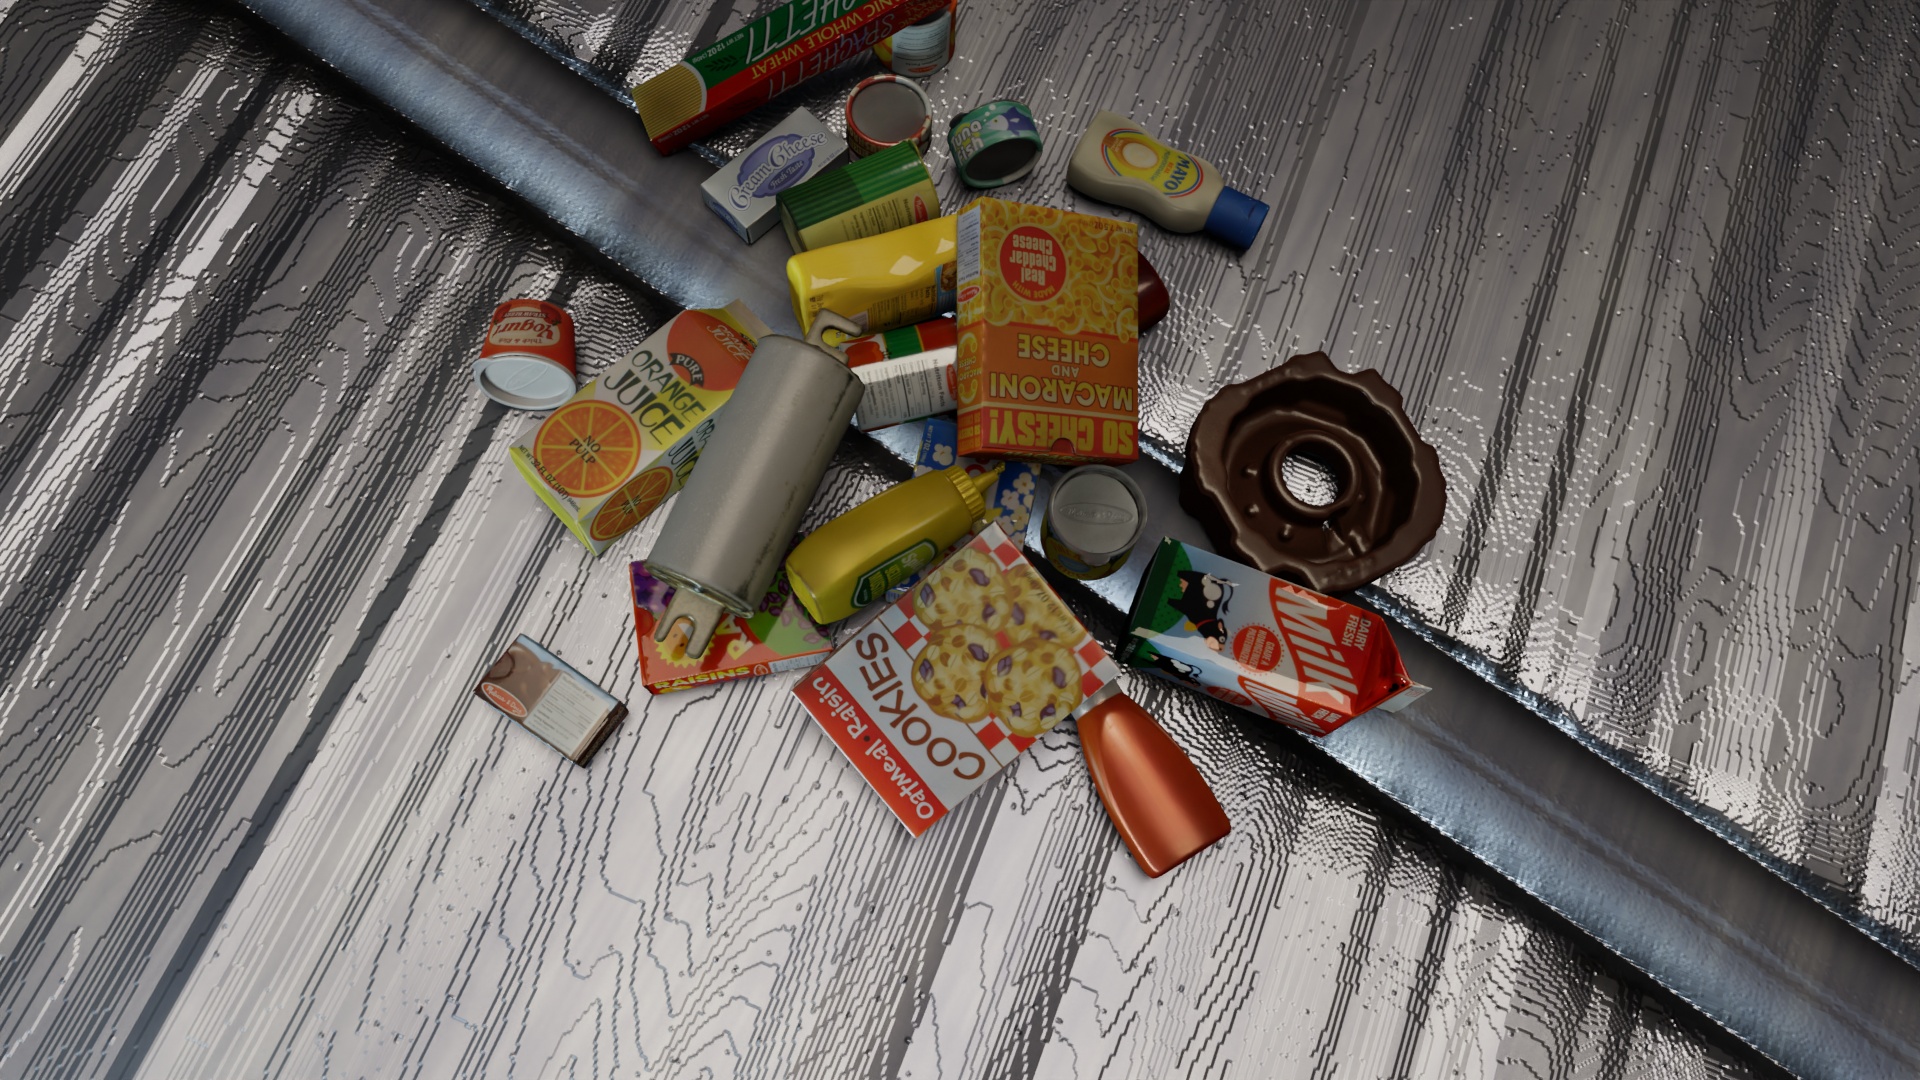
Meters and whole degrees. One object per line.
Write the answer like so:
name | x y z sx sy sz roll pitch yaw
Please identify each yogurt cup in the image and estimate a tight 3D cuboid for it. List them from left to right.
yogurt cup | -0.297 -0.130 0.958 0.072 0.072 0.054 0 63 -3

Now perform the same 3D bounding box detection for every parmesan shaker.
parmesan shaker | -0.075 -0.241 1.003 0.103 0.071 0.071 -25 74 -10

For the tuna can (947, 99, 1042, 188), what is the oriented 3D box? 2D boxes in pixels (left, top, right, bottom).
tuna can | 0.024 -0.293 1.027 0.071 0.071 0.033 -16 74 -8

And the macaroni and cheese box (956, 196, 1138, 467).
macaroni and cheese box | 0.059 -0.136 0.930 0.124 0.040 0.166 3 84 -28

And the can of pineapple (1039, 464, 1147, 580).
can of pineapple | 0.088 -0.010 0.939 0.071 0.057 0.071 1 71 -2

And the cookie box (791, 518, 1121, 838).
cookie box | -0.003 0.086 0.874 0.167 0.040 0.123 -40 91 4

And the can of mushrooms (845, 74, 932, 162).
can of mushrooms | -0.056 -0.315 1.049 0.071 0.033 0.071 1 72 -3

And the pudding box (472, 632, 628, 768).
pudding box | -0.263 0.103 0.897 0.084 0.030 0.050 33 74 8

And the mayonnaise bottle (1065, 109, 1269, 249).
mayonnaise bottle | 0.157 -0.265 1.039 0.148 0.041 0.065 27 70 7

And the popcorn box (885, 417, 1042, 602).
popcorn box | 0.003 -0.012 0.946 0.085 0.038 0.127 12 71 2

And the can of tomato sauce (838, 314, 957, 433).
can of tomato sauce | -0.037 -0.115 0.964 0.083 0.071 0.071 -14 73 -4

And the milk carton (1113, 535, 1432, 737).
milk carton | 0.205 0.071 0.910 0.191 0.072 0.073 21 71 4

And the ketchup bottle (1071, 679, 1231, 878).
ketchup bottle | 0.110 0.139 0.897 0.065 0.043 0.149 -29 75 -10

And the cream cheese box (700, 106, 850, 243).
cream cheese box | -0.138 -0.273 1.035 0.053 0.024 0.104 43 74 12

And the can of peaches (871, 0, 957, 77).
can of peaches | -0.037 -0.403 1.067 0.071 0.058 0.071 1 72 -3

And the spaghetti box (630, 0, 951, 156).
spaghetti box | -0.125 -0.366 1.026 0.250 0.028 0.050 -26 74 8

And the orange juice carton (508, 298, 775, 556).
orange juice carton | -0.201 -0.085 0.942 0.193 0.072 0.072 -42 78 -15

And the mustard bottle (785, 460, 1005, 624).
mustard bottle | -0.034 -0.008 0.890 0.160 0.065 0.049 -32 69 -14

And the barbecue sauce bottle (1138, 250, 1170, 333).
barbecue sauce bottle | 0.074 -0.155 0.996 0.149 0.043 0.065 -30 72 -12

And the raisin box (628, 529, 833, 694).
raisin box | -0.151 0.048 0.917 0.123 0.040 0.086 -10 73 -6
